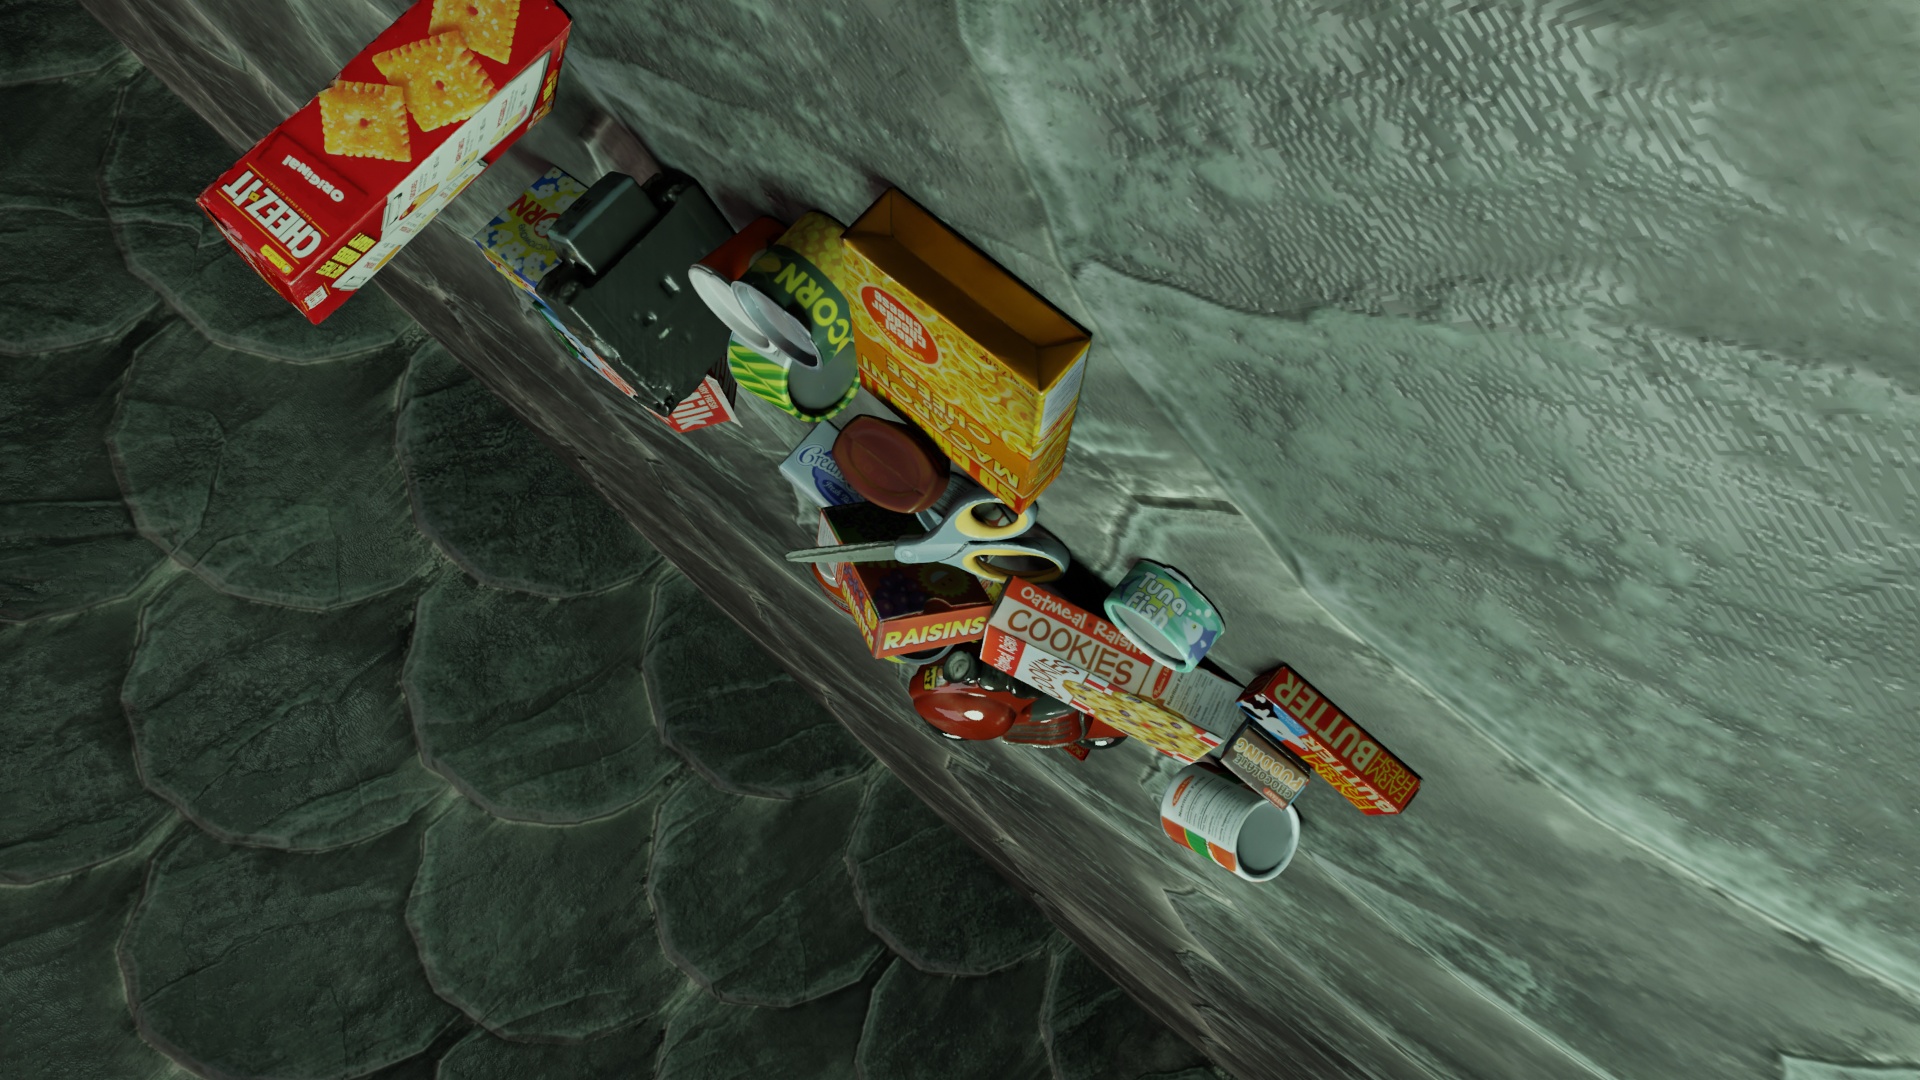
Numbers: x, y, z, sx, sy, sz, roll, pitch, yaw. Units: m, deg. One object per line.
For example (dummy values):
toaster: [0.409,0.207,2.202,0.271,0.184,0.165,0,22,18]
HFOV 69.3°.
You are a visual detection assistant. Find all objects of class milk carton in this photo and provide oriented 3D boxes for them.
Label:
milk carton: [-0.253,-0.156,1.139,0.191,0.073,0.072,35,164,25]

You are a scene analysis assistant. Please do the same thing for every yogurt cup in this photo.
yogurt cup: [-0.117,-0.152,0.813,0.072,0.054,0.072,39,166,12]

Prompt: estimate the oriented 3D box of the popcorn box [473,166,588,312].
popcorn box: [-0.286,-0.213,1.027,0.127,0.085,0.038,36,164,25]

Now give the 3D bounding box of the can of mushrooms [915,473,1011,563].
can of mushrooms: [0.003,-0.012,0.961,0.071,0.033,0.071,38,165,12]

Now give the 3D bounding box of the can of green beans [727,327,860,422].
can of green beans: [-0.101,-0.113,0.866,0.058,0.071,0.071,30,162,38]

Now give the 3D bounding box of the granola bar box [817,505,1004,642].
granola bar box: [-0.030,0.019,1.139,0.166,0.039,0.124,26,160,47]

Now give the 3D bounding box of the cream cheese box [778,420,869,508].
cream cheese box: [-0.085,-0.041,1.073,0.104,0.053,0.024,40,168,8]

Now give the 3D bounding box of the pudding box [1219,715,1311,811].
pudding box: [0.190,0.136,0.860,0.050,0.030,0.084,39,-173,12]

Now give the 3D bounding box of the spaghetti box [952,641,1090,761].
spaghetti box: [0.043,0.133,1.223,0.050,0.029,0.249,29,172,43]

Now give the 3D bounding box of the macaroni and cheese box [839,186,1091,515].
macaroni and cheese box: [0.002,-0.090,0.710,0.124,0.040,0.166,40,166,11]

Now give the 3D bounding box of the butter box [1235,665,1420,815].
butter box: [0.212,0.116,0.803,0.103,0.024,0.053,41,167,5]

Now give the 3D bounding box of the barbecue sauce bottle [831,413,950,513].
barbecue sauce bottle: [-0.034,-0.047,0.840,0.065,0.043,0.148,38,-173,4]

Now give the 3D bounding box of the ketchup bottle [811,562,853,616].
ketchup bottle: [-0.093,0.026,1.125,0.065,0.043,0.148,39,171,7]

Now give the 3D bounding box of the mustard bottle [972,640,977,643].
mustard bottle: [-0.034,0.082,1.327,0.065,0.049,0.160,47,165,-16]

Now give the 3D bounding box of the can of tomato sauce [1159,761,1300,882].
can of tomato sauce: [0.201,0.209,1.033,0.071,0.071,0.083,49,164,-27]

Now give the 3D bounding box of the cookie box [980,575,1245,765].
cookie box: [0.096,0.088,0.932,0.167,0.040,0.122,26,165,6]

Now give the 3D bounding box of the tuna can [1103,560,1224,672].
tuna can: [0.119,0.044,0.816,0.071,0.033,0.071,39,167,11]

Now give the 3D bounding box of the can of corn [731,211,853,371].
can of corn: [-0.079,-0.135,0.753,0.071,0.058,0.071,39,166,12]

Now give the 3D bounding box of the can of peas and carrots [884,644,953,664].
can of peas and carrots: [-0.040,0.060,1.063,0.071,0.071,0.058,44,166,-7]

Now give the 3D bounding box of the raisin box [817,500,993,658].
raisin box: [-0.042,0.022,0.992,0.124,0.086,0.039,-121,33,-40]
